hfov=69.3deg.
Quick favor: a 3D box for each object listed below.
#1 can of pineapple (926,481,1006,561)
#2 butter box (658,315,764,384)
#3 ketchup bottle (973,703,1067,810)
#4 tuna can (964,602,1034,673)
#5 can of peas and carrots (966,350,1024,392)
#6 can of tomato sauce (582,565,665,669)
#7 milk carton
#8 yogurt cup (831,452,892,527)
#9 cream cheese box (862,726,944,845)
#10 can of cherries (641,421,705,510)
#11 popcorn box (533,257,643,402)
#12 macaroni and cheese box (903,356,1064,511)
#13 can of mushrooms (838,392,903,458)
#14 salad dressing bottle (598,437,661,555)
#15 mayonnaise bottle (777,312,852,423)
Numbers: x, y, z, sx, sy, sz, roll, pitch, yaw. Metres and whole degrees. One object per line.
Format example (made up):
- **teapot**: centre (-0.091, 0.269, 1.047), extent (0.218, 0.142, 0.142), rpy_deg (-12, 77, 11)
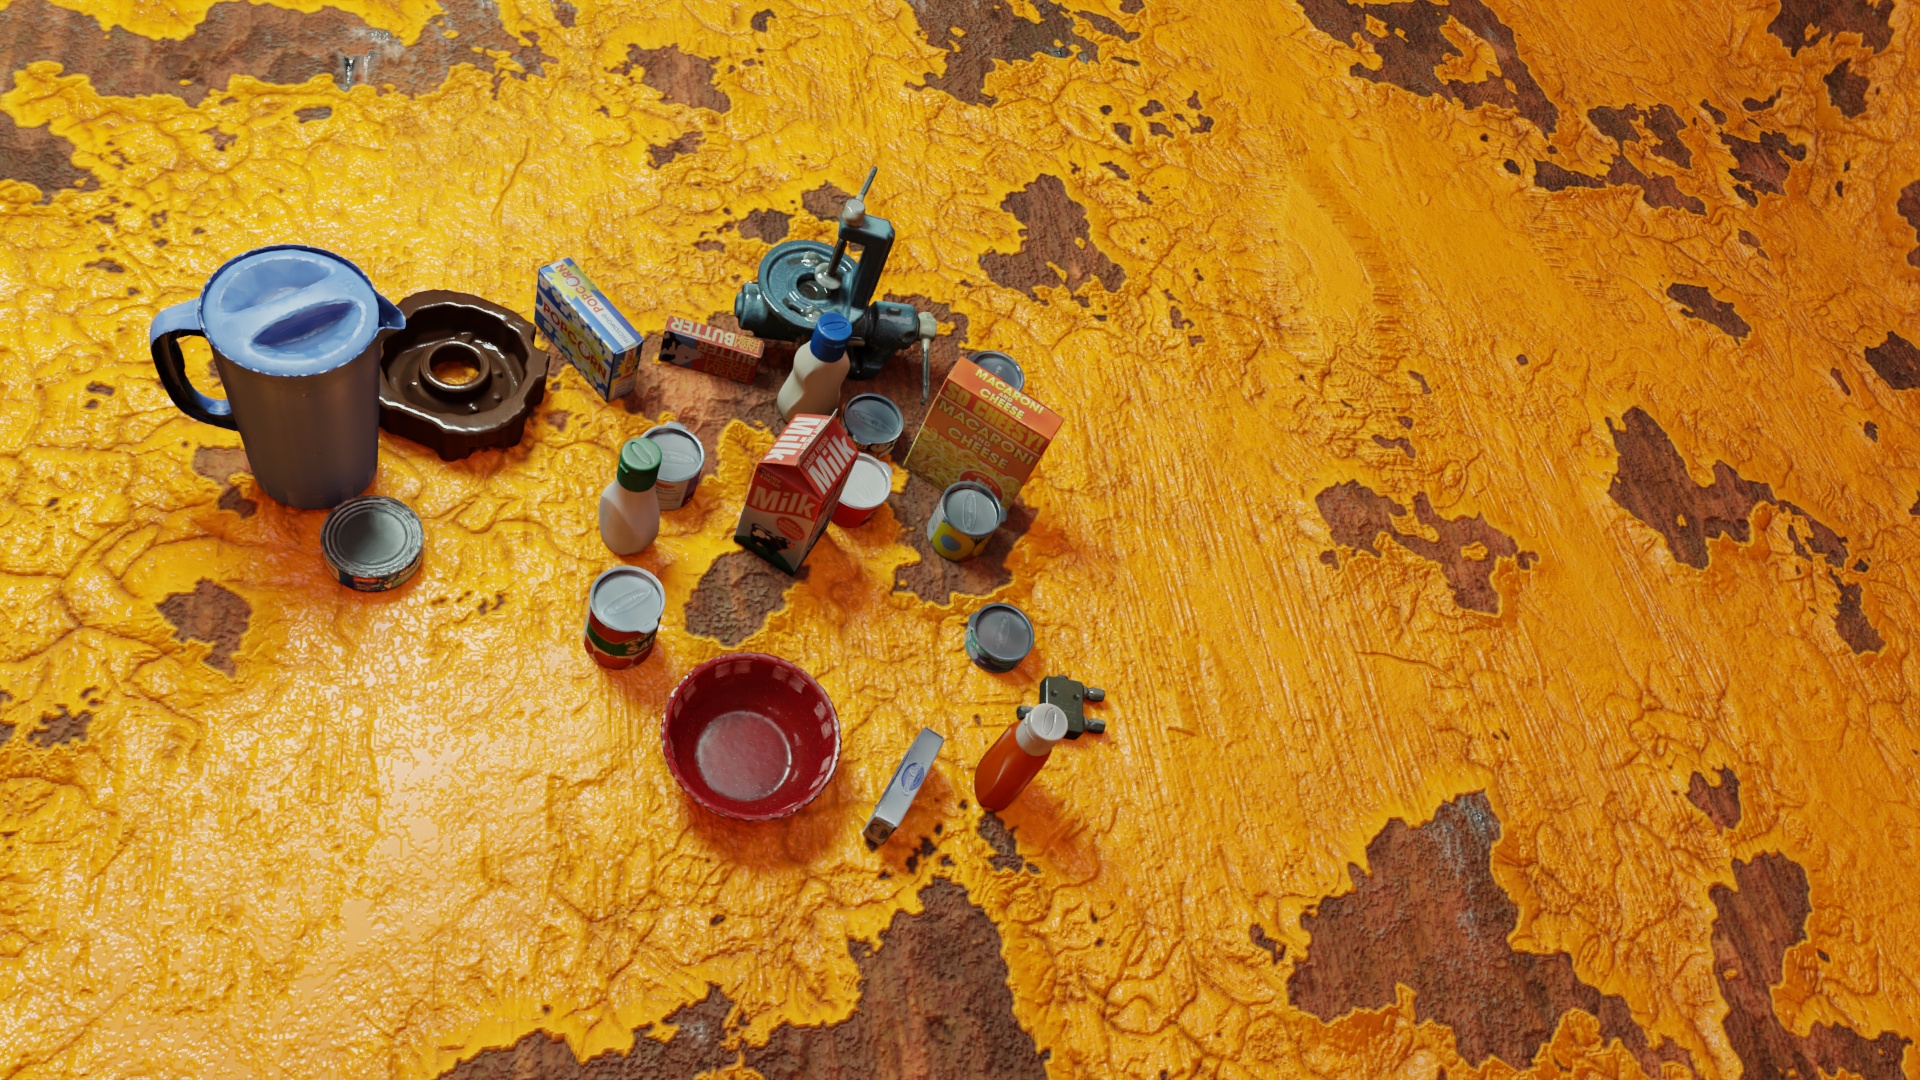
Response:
- **can of pineapple**: centre (0.005, -0.018, 1.451), extent (0.071, 0.057, 0.071), rpy_deg (9, 57, -15)
- **butter box**: centre (-0.264, -0.201, 1.469), extent (0.103, 0.053, 0.024), rpy_deg (14, 56, -12)
- **ketchup bottle**: centre (0.055, 0.196, 1.282), extent (0.043, 0.148, 0.065), rpy_deg (20, 55, -8)
- **tuna can**: centre (0.037, 0.098, 1.406), extent (0.071, 0.032, 0.071), rpy_deg (9, 57, -15)
- **can of peas and carrots**: centre (0.029, -0.170, 1.554), extent (0.071, 0.058, 0.071), rpy_deg (9, 57, -15)
- **can of tomato sauce**: centre (-0.306, 0.073, 1.265), extent (0.071, 0.082, 0.071), rpy_deg (9, 57, -15)
- **milk carton**: centre (-0.156, -0.051, 1.331), extent (0.073, 0.189, 0.073), rpy_deg (32, 54, 1)
- **yogurt cup**: centre (-0.110, -0.049, 1.431), extent (0.072, 0.053, 0.073), rpy_deg (9, 57, -15)
- **cream cheese box**: centre (-0.052, 0.227, 1.281), extent (0.024, 0.053, 0.104), rpy_deg (31, 54, 0)
- **can of cherries**: centre (-0.290, -0.073, 1.377), extent (0.071, 0.058, 0.072), rpy_deg (9, 57, -15)
- **popcorn box**: centre (-0.379, -0.214, 1.415), extent (0.038, 0.084, 0.127), rpy_deg (-35, 76, -33)
- **macaroni and cheese box**: centre (0.021, -0.102, 1.443), extent (0.124, 0.165, 0.040), rpy_deg (32, 54, 1)
- **can of mushrooms**: centre (-0.098, -0.121, 1.492), extent (0.071, 0.033, 0.071), rpy_deg (9, 57, -15)
- **salad dressing bottle**: centre (-0.306, -0.041, 1.296), extent (0.044, 0.147, 0.064), rpy_deg (-36, 77, -33)
- **mayonnaise bottle**: centre (-0.146, -0.177, 1.439), extent (0.065, 0.147, 0.041), rpy_deg (-15, 66, -27)
